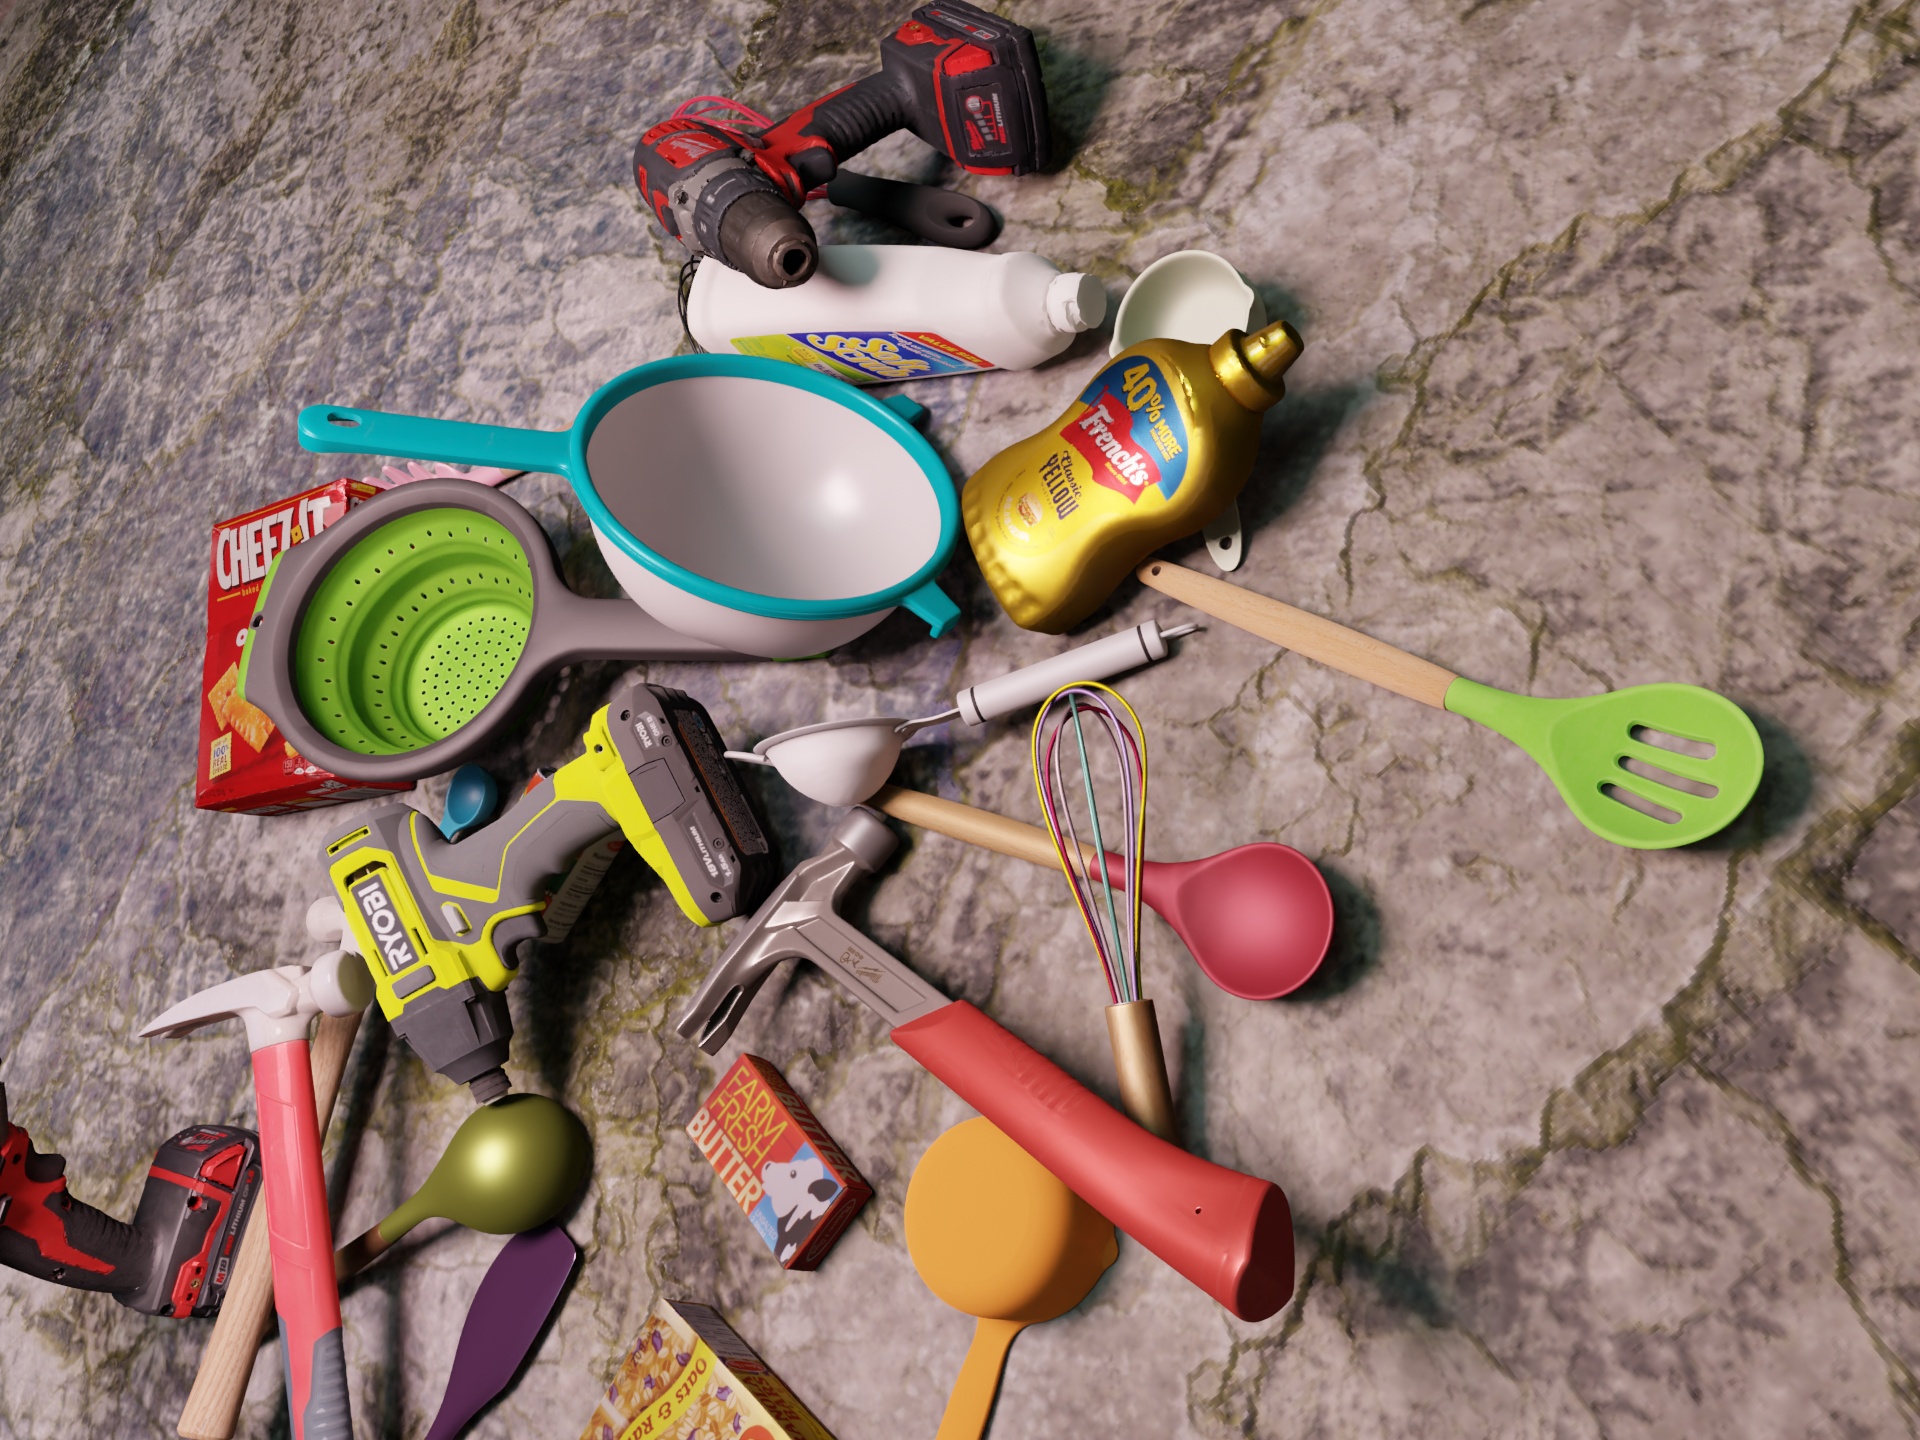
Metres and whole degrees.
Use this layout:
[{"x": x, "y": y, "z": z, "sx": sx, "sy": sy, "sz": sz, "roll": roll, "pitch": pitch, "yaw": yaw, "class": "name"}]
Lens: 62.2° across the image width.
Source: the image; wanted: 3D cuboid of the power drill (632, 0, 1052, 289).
[{"x": -0.060, "y": -0.321, "z": 0.905, "sx": 0.226, "sy": 0.080, "sz": 0.188, "roll": -28, "pitch": 43, "yaw": -13, "class": "power drill"}]

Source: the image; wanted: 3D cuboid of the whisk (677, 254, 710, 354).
[{"x": -0.147, "y": -0.208, "z": 1.015, "sx": 0.055, "sy": 0.055, "sz": 0.239, "roll": -23, "pitch": 63, "yaw": 26, "class": "whisk"}]

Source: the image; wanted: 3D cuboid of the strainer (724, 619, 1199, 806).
[{"x": -0.001, "y": -0.003, "z": 0.807, "sx": 0.258, "sy": 0.086, "sz": 0.050, "roll": -20, "pitch": 75, "yaw": 14, "class": "strainer"}]

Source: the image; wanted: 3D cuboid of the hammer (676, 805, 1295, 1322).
[{"x": 0.002, "y": 0.155, "z": 0.696, "sx": 0.149, "sy": 0.036, "sz": 0.359, "roll": -52, "pitch": 38, "yaw": -9, "class": "hammer"}]

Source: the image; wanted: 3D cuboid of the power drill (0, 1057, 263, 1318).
[{"x": -0.531, "y": 0.284, "z": 0.953, "sx": 0.078, "sy": 0.219, "sz": 0.143, "roll": 0, "pitch": 70, "yaw": 35, "class": "power drill"}]

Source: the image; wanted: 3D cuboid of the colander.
[{"x": -0.254, "y": -0.043, "z": 1.001, "sx": 0.397, "sy": 0.094, "sz": 0.205, "roll": 1, "pitch": 70, "yaw": 17, "class": "colander"}]

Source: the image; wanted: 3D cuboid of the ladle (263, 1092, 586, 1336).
[{"x": -0.337, "y": 0.310, "z": 0.930, "sx": 0.320, "sy": 0.062, "sz": 0.078, "roll": -37, "pitch": 49, "yaw": 25, "class": "ladle"}]

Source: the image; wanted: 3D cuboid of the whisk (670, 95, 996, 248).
[{"x": -0.092, "y": -0.349, "z": 1.031, "sx": 0.296, "sy": 0.073, "sz": 0.073, "roll": 27, "pitch": 87, "yaw": 33, "class": "whisk"}]

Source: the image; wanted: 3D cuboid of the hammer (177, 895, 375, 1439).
[{"x": -0.399, "y": 0.257, "z": 0.964, "sx": 0.130, "sy": 0.031, "sz": 0.331, "roll": -12, "pitch": 58, "yaw": 38, "class": "hammer"}]

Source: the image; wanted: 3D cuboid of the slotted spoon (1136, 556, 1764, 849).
[{"x": 0.197, "y": -0.023, "z": 0.702, "sx": 0.314, "sy": 0.031, "sz": 0.070, "roll": 28, "pitch": 87, "yaw": 41, "class": "slotted spoon"}]

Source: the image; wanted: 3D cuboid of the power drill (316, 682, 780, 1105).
[{"x": -0.220, "y": 0.093, "z": 0.866, "sx": 0.223, "sy": 0.080, "sz": 0.171, "roll": -29, "pitch": 84, "yaw": 9, "class": "power drill"}]

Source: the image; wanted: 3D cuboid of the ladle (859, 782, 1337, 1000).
[{"x": 0.045, "y": 0.065, "z": 0.770, "sx": 0.316, "sy": 0.031, "sz": 0.069, "roll": 15, "pitch": 84, "yaw": 40, "class": "ladle"}]

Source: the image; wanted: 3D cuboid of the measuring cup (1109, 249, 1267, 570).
[{"x": 0.128, "y": -0.155, "z": 0.808, "sx": 0.083, "sy": 0.038, "sz": 0.168, "roll": -16, "pitch": 79, "yaw": 34, "class": "measuring cup"}]

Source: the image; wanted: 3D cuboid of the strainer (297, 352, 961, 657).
[{"x": -0.173, "y": -0.108, "z": 0.856, "sx": 0.095, "sy": 0.340, "sz": 0.211, "roll": 111, "pitch": 157, "yaw": -44, "class": "strainer"}]

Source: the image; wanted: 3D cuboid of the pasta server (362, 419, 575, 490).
[{"x": -0.307, "y": -0.190, "z": 1.121, "sx": 0.316, "sy": 0.040, "sz": 0.060, "roll": -18, "pitch": 73, "yaw": 27, "class": "pasta server"}]

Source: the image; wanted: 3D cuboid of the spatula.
[{"x": -0.298, "y": 0.414, "z": 0.864, "sx": 0.060, "sy": 0.018, "sz": 0.316, "roll": 25, "pitch": 85, "yaw": 43, "class": "spatula"}]

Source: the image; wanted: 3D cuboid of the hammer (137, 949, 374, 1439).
[{"x": -0.370, "y": 0.331, "z": 0.873, "sx": 0.143, "sy": 0.038, "sz": 0.387, "roll": -18, "pitch": 73, "yaw": 14, "class": "hammer"}]

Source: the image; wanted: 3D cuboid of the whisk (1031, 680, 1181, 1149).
[{"x": 0.073, "y": 0.101, "z": 0.693, "sx": 0.047, "sy": 0.051, "sz": 0.245, "roll": -8, "pitch": 80, "yaw": -9, "class": "whisk"}]

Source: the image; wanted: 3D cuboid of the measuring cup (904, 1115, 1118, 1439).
[{"x": 0.004, "y": 0.258, "z": 0.696, "sx": 0.095, "sy": 0.052, "sz": 0.174, "roll": 10, "pitch": 74, "yaw": 37, "class": "measuring cup"}]

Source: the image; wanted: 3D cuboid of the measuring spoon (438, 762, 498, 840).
[{"x": -0.334, "y": 0.087, "z": 1.038, "sx": 0.042, "sy": 0.021, "sz": 0.128, "roll": 39, "pitch": 104, "yaw": 40, "class": "measuring spoon"}]
